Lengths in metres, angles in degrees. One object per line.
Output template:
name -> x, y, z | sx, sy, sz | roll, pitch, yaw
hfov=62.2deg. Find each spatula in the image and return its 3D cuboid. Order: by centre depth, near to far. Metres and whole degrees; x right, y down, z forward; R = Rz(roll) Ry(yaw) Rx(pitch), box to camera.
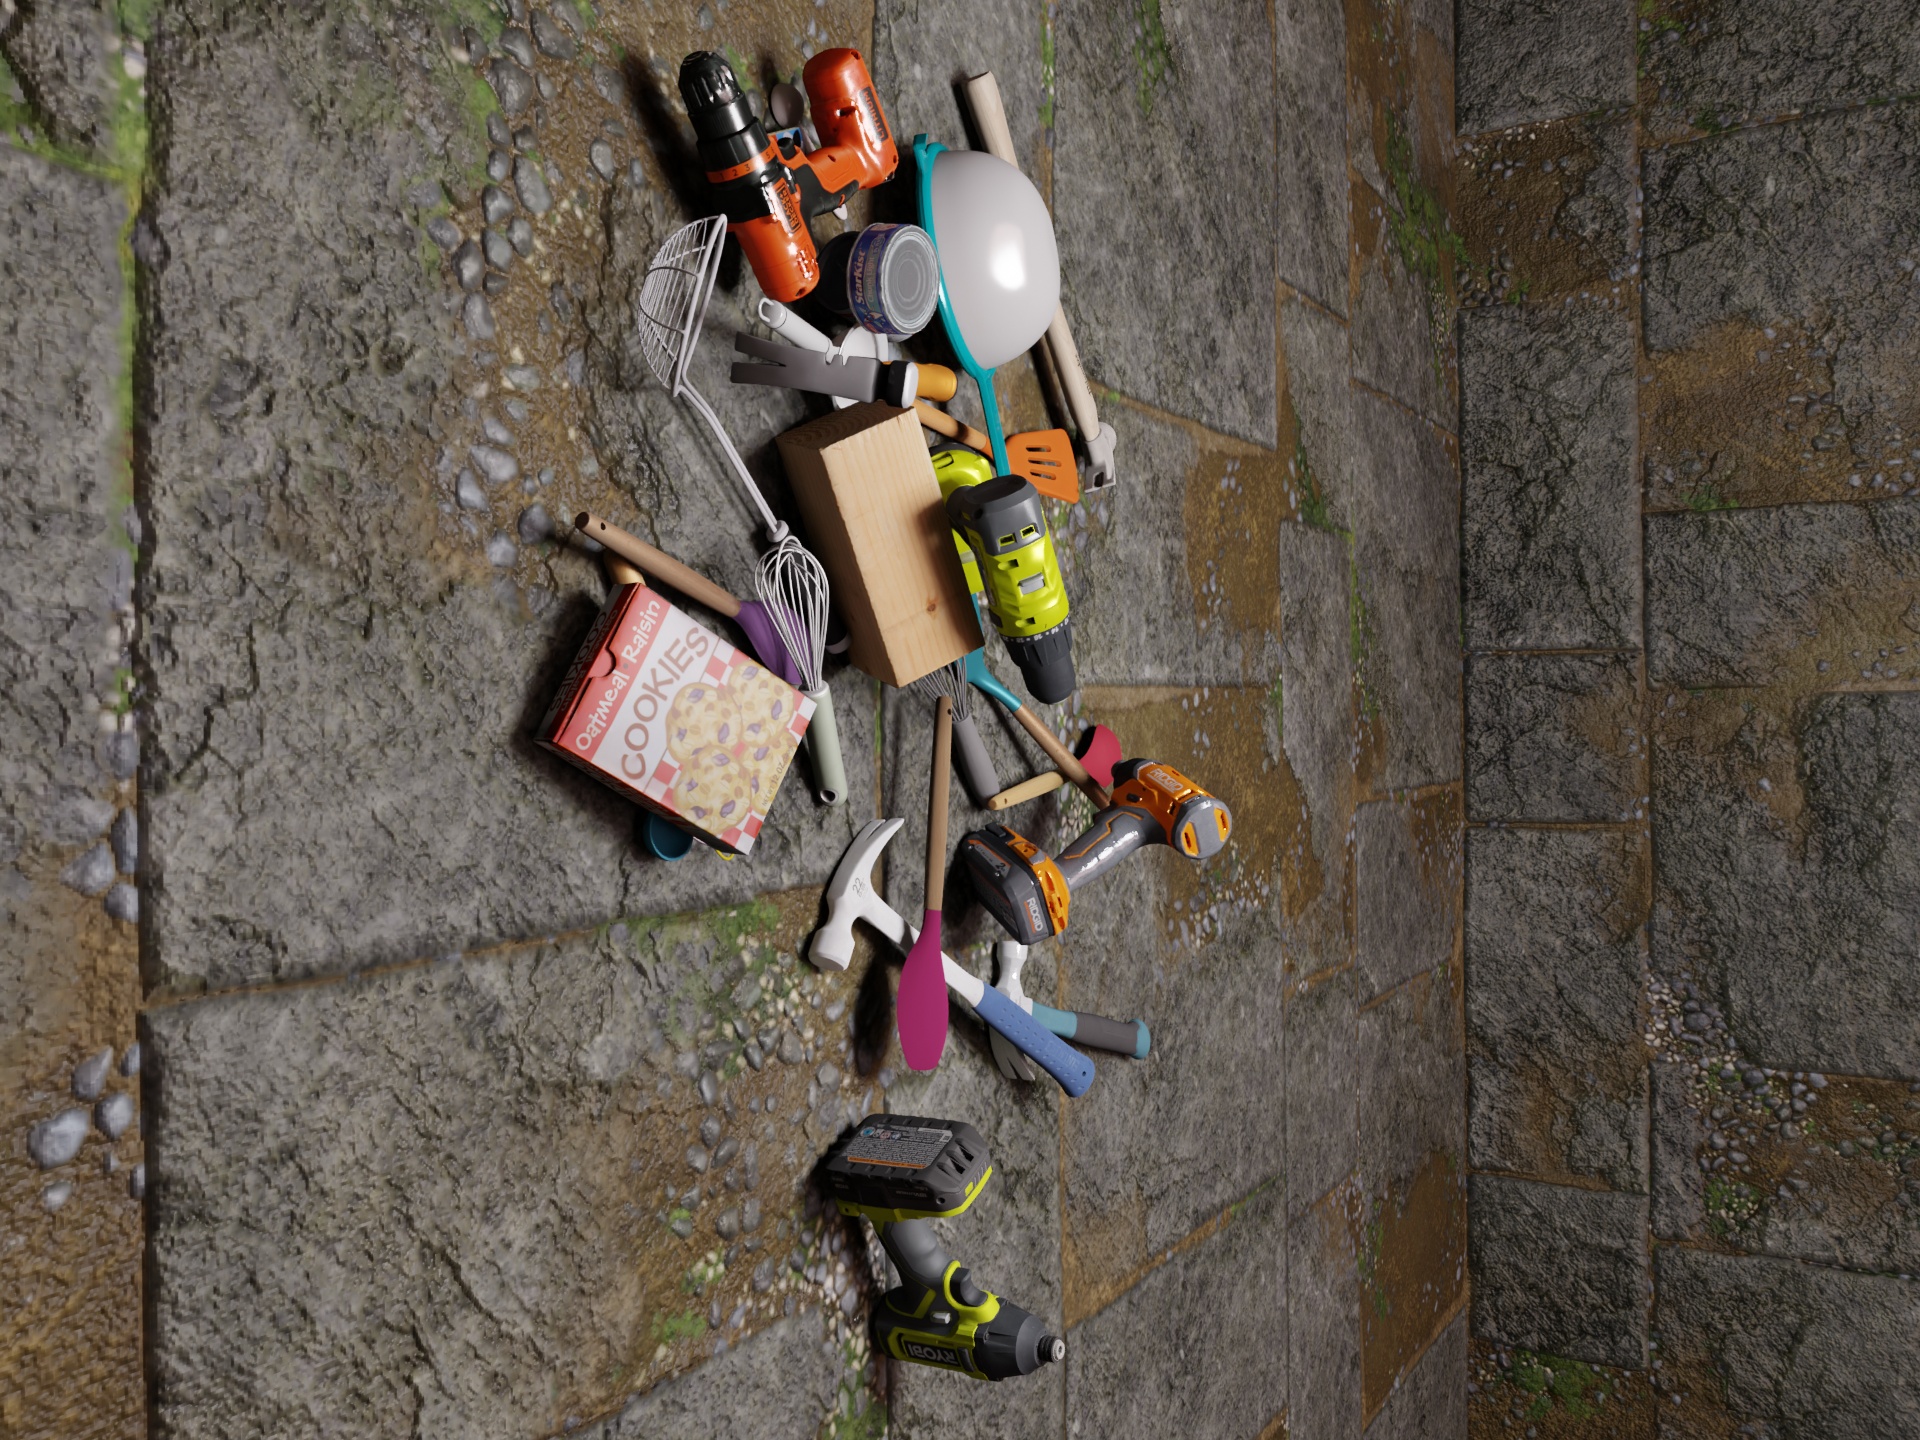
spatula -> -0.180, -0.088, 1.159 | 0.315, 0.018, 0.060 | 33, 58, -62
spatula -> 0.013, -0.270, 1.482 | 0.322, 0.041, 0.081 | 12, 66, -57
spatula -> 0.077, 0.001, 1.543 | 0.317, 0.044, 0.082 | 46, 45, -30

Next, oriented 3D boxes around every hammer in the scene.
hammer -> -0.063, -0.262, 1.213 | 0.337, 0.127, 0.034 | -44, 144, -75
hammer -> 0.011, 0.237, 1.436 | 0.405, 0.035, 0.144 | 45, 51, -41
hammer -> 0.081, -0.424, 1.566 | 0.146, 0.038, 0.410 | -82, 153, -61
hammer -> 0.119, 0.316, 1.653 | 0.330, 0.033, 0.128 | 28, 65, -55

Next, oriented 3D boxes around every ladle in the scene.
ladle -> 0.102, 0.055, 1.611 | 0.315, 0.031, 0.069 | -17, 101, -61

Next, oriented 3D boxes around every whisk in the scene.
whisk -> -0.201, -0.008, 1.128 | 0.047, 0.051, 0.244 | -40, 120, -45
whisk -> -0.116, -0.032, 1.236 | 0.059, 0.058, 0.246 | -67, 155, -51
whisk -> -0.003, -0.005, 1.452 | 0.055, 0.055, 0.238 | -60, 143, -39

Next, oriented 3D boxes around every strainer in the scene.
strainer -> -0.108, -0.291, 1.237 | 0.258, 0.050, 0.087 | 3, 106, -75
strainer -> 0.049, -0.355, 1.427 | 0.211, 0.095, 0.340 | -27, 106, -73

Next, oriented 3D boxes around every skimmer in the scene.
skimmer -> -0.137, -0.195, 1.183 | 0.127, 0.090, 0.362 | -84, 154, -48

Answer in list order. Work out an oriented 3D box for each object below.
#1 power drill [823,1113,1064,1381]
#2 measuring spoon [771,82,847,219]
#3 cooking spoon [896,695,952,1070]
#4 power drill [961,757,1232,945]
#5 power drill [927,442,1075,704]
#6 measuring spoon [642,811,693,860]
power drill -> -0.013, 0.440, 1.308 | 0.080, 0.171, 0.223 | -43, 122, -51
measuring spoon -> -0.117, -0.462, 1.294 | 0.124, 0.018, 0.034 | 58, 43, -42
cooking spoon -> -0.023, 0.136, 1.358 | 0.068, 0.017, 0.319 | 15, 74, -51
power drill -> 0.120, 0.109, 1.503 | 0.226, 0.164, 0.084 | -25, 119, -14
power drill -> 0.028, -0.129, 1.336 | 0.080, 0.229, 0.190 | -23, 119, -9
measuring spoon -> -0.222, 0.038, 1.122 | 0.042, 0.021, 0.128 | -25, 101, -53
